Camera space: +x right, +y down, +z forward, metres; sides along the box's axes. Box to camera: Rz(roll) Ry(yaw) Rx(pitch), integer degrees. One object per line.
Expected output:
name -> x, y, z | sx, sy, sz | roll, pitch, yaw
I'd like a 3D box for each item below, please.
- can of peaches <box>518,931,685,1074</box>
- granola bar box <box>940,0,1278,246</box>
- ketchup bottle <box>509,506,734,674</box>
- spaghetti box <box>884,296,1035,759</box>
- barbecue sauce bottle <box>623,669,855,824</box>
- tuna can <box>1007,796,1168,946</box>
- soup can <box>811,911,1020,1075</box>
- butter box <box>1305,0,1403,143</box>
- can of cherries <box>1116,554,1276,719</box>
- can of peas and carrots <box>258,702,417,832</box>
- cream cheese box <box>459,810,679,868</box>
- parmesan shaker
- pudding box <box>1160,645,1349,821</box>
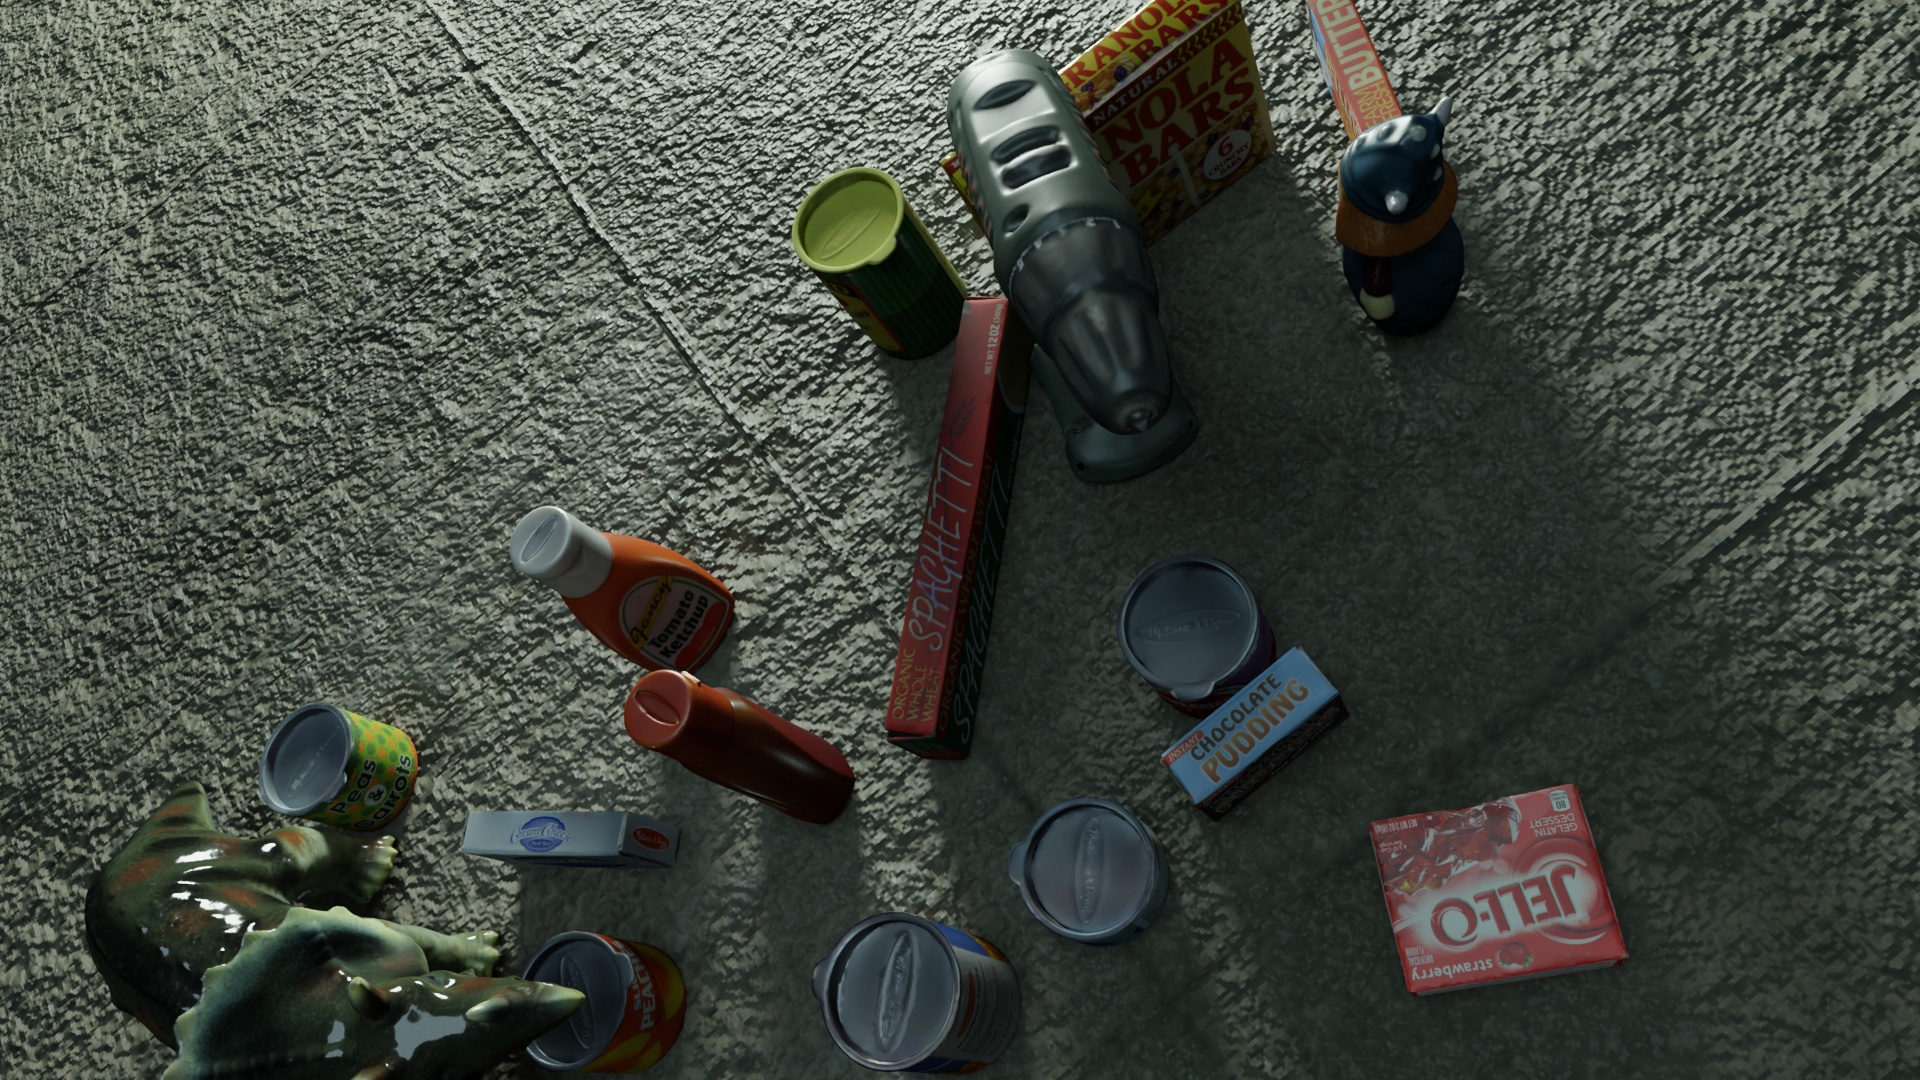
can of peaches -> -0.180, 0.234, 0.704 | 0.071, 0.058, 0.071 | -8, 66, 19
granola bar box -> 0.084, -0.208, 0.748 | 0.165, 0.124, 0.039 | -37, 60, 4
ketchup bottle -> -0.180, 0.026, 0.740 | 0.043, 0.148, 0.065 | 29, 82, 29
spaghetti box -> 0.003, -0.009, 0.739 | 0.028, 0.050, 0.251 | 1, 69, 23
barbecue sauce bottle -> -0.108, 0.100, 0.680 | 0.065, 0.148, 0.044 | 28, 81, 29
tuna can -> 0.061, 0.156, 0.654 | 0.071, 0.032, 0.071 | -8, 66, 19
soup can -> -0.018, 0.208, 0.635 | 0.071, 0.083, 0.071 | -8, 66, 19
butter box -> 0.215, -0.245, 0.752 | 0.024, 0.053, 0.104 | -19, 63, 14
can of cherries -> 0.114, 0.050, 0.664 | 0.071, 0.058, 0.072 | -8, 66, 19
can of peas and carrots -> -0.364, 0.136, 0.819 | 0.071, 0.058, 0.071 | -8, 66, 19
cream cheese box -> -0.210, 0.162, 0.749 | 0.104, 0.053, 0.024 | -4, 67, 20
parmesan shaker -> -0.041, -0.152, 0.787 | 0.071, 0.103, 0.071 | -8, 66, 19
pudding box -> 0.137, 0.090, 0.642 | 0.083, 0.049, 0.030 | -39, 60, 3
